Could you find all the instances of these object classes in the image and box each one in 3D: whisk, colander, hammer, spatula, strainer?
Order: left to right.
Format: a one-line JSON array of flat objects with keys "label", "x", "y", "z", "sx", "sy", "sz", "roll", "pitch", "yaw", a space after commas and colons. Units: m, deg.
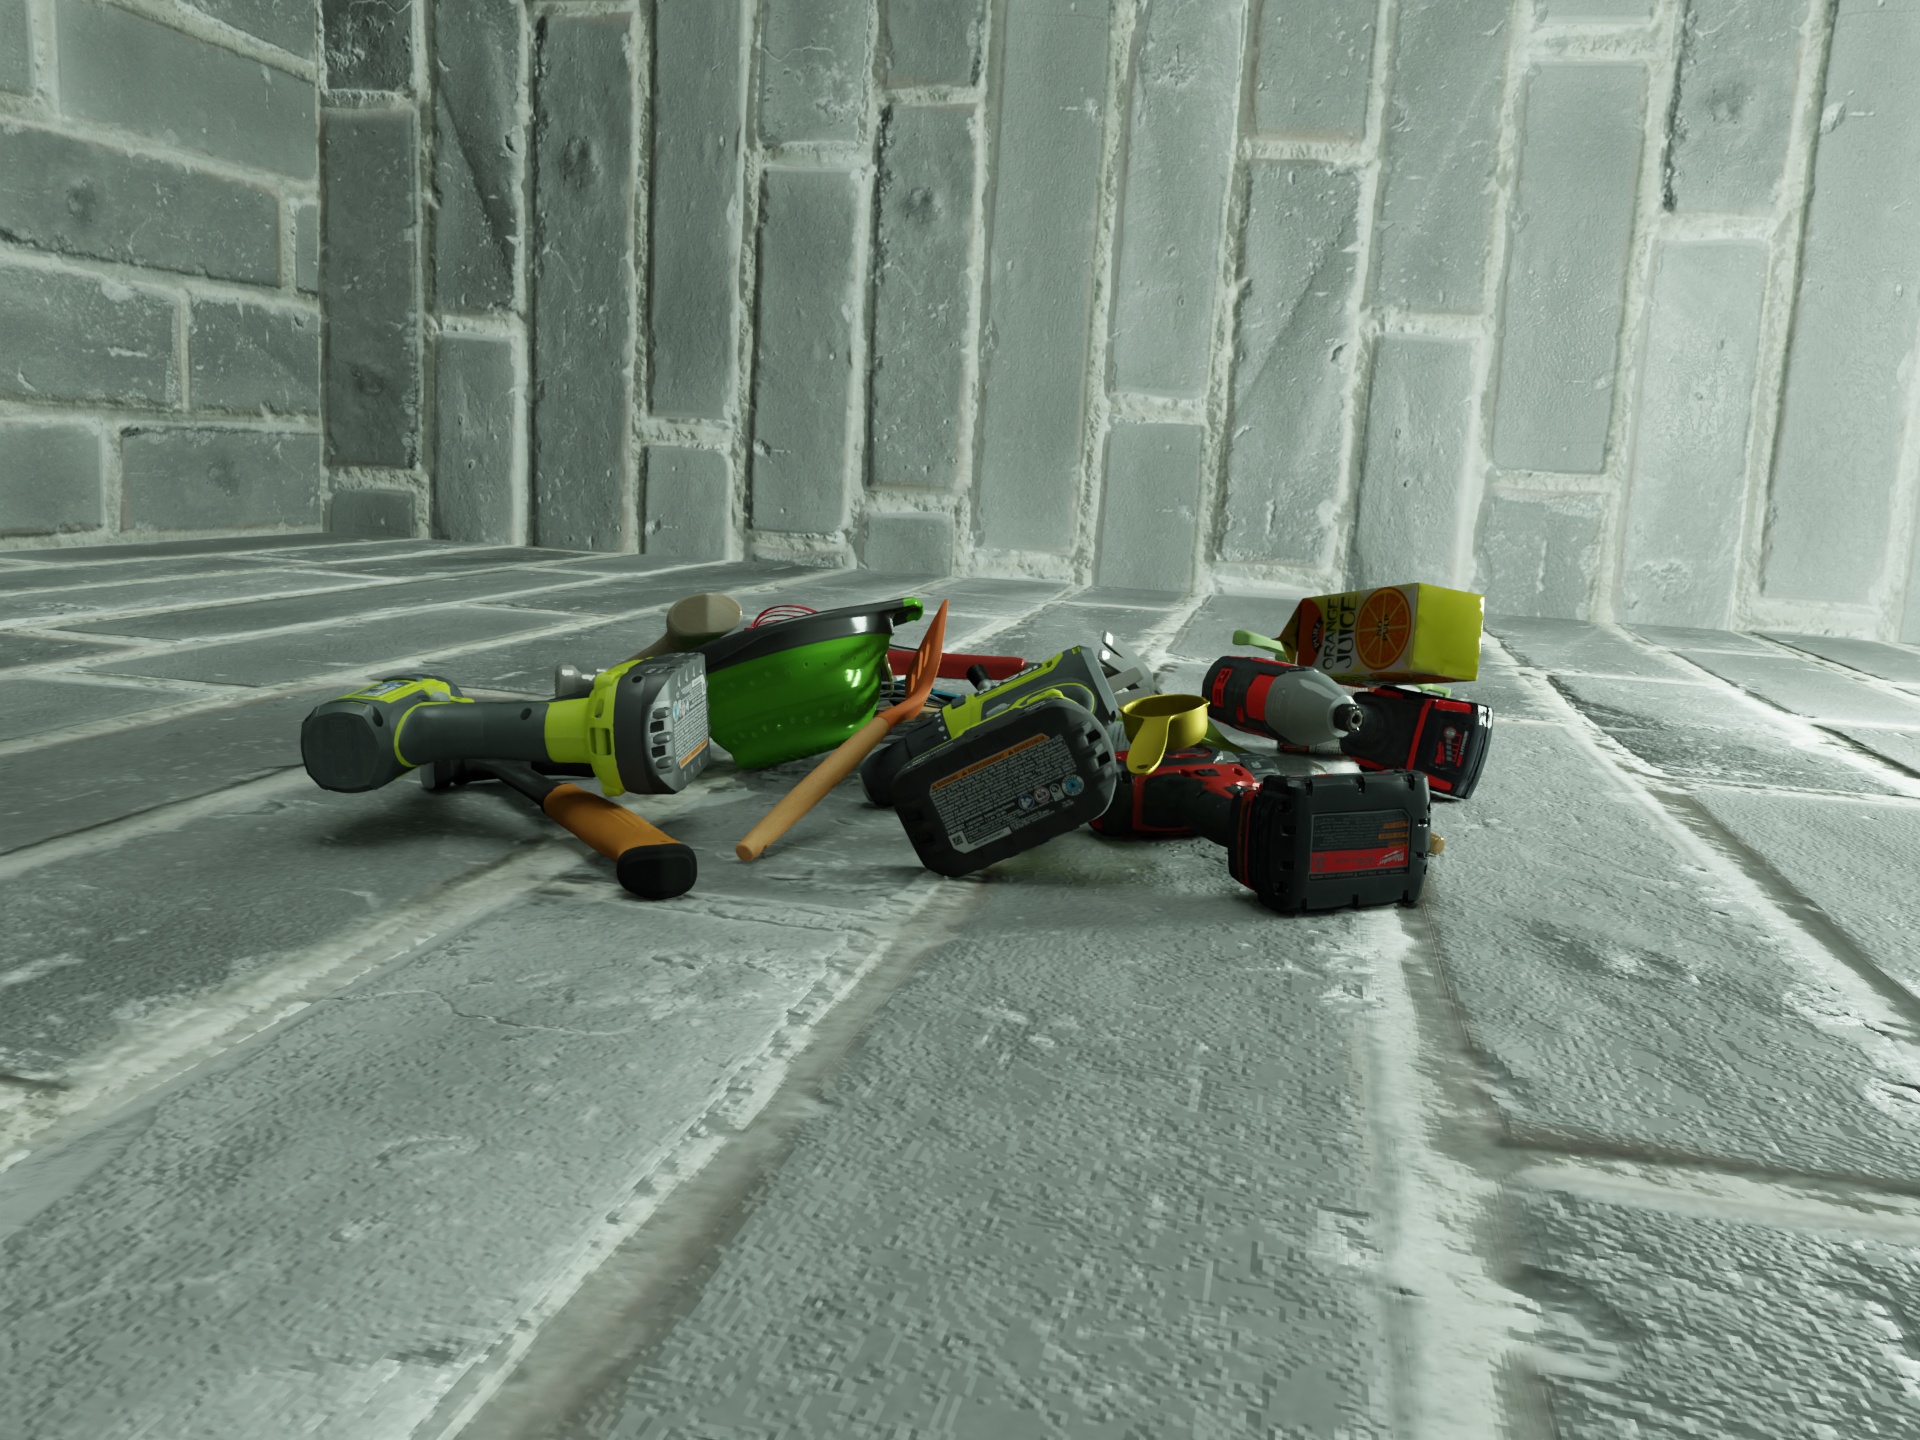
[{"label": "hammer", "x": -0.243, "y": 0.056, "z": 1.024, "sx": 0.127, "sy": 0.034, "sz": 0.337, "roll": -4, "pitch": 12, "yaw": -32}, {"label": "hammer", "x": -0.241, "y": -0.055, "z": 1.342, "sx": 0.146, "sy": 0.038, "sz": 0.410, "roll": -1, "pitch": -6, "yaw": -22}, {"label": "colander", "x": -0.210, "y": 0.003, "z": 1.229, "sx": 0.397, "sy": 0.094, "sz": 0.204, "roll": -15, "pitch": -3, "yaw": -2}, {"label": "spatula", "x": -0.074, "y": 0.010, "z": 1.103, "sx": 0.041, "sy": 0.081, "sz": 0.323, "roll": 34, "pitch": 35, "yaw": 7}, {"label": "whisk", "x": -0.106, "y": -0.082, "z": 1.833, "sx": 0.296, "sy": 0.073, "sz": 0.073, "roll": 10, "pitch": 10, "yaw": 7}, {"label": "whisk", "x": -0.002, "y": -0.004, "z": 1.434, "sx": 0.238, "sy": 0.055, "sz": 0.055, "roll": 2, "pitch": 8, "yaw": -39}, {"label": "hammer", "x": 0.025, "y": -0.058, "z": 1.665, "sx": 0.359, "sy": 0.037, "sz": 0.149, "roll": 5, "pitch": -18, "yaw": 30}, {"label": "hammer", "x": 0.141, "y": -0.005, "z": 1.408, "sx": 0.130, "sy": 0.031, "sz": 0.331, "roll": -28, "pitch": -10, "yaw": 23}, {"label": "strainer", "x": 0.338, "y": -0.030, "z": 1.516, "sx": 0.256, "sy": 0.069, "sz": 0.151, "roll": 13, "pitch": -3, "yaw": -42}]

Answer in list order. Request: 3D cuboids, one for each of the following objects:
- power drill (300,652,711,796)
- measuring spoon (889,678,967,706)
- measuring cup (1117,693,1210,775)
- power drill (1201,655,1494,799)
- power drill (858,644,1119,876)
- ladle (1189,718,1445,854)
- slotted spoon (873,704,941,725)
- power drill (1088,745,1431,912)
[{"label": "power drill", "x": -0.281, "y": 0.000, "z": 1.025, "sx": 0.223, "sy": 0.080, "sz": 0.171, "roll": -1, "pitch": 11, "yaw": 4}, {"label": "measuring spoon", "x": -0.010, "y": -0.011, "z": 1.465, "sx": 0.128, "sy": 0.021, "sz": 0.042, "roll": 13, "pitch": -31, "yaw": -30}, {"label": "measuring cup", "x": 0.126, "y": 0.018, "z": 1.021, "sx": 0.062, "sy": 0.029, "sz": 0.156, "roll": -4, "pitch": 18, "yaw": 15}, {"label": "power drill", "x": 0.311, "y": 0.001, "z": 1.252, "sx": 0.219, "sy": 0.078, "sz": 0.143, "roll": 13, "pitch": 3, "yaw": -35}, {"label": "power drill", "x": 0.016, "y": 0.026, "z": 1.058, "sx": 0.190, "sy": 0.080, "sz": 0.228, "roll": -24, "pitch": 10, "yaw": 6}, {"label": "ladle", "x": 0.240, "y": 0.052, "z": 1.216, "sx": 0.078, "sy": 0.062, "sz": 0.320, "roll": -7, "pitch": 20, "yaw": -32}, {"label": "slotted spoon", "x": -0.030, "y": -0.009, "z": 1.502, "sx": 0.313, "sy": 0.031, "sz": 0.070, "roll": -8, "pitch": 15, "yaw": -43}, {"label": "power drill", "x": 0.208, "y": 0.058, "z": 1.040, "sx": 0.187, "sy": 0.080, "sz": 0.227, "roll": -2, "pitch": 7, "yaw": -24}]
